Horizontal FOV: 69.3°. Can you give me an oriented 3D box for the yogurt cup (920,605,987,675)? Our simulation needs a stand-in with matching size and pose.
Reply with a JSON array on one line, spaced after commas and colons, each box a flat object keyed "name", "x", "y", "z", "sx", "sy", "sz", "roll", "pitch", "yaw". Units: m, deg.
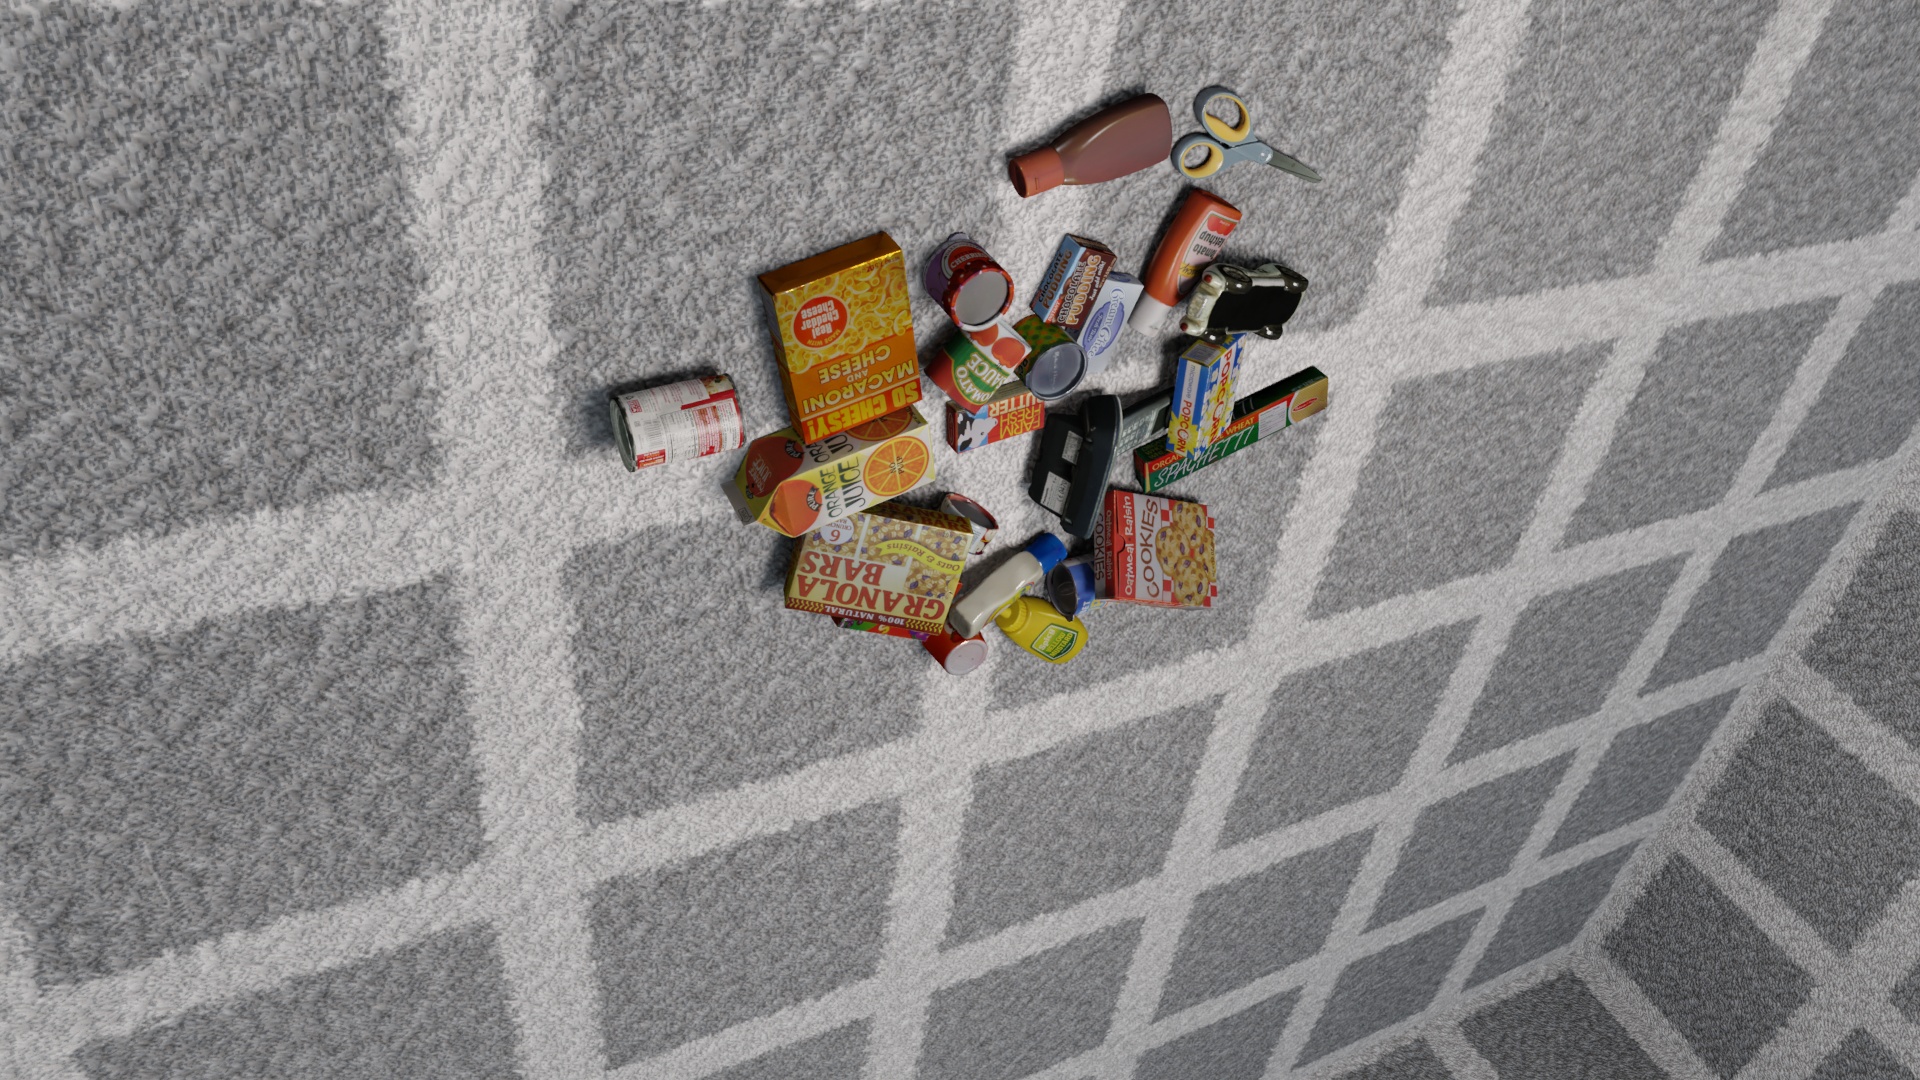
[{"name": "yogurt cup", "x": -0.005, "y": 0.115, "z": 1.570, "sx": 0.072, "sy": 0.054, "sz": 0.072, "roll": -18, "pitch": 136, "yaw": -19}]

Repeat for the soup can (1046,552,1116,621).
[{"name": "soup can", "x": 0.152, "y": 0.050, "z": 1.606, "sx": 0.084, "sy": 0.071, "sz": 0.071, "roll": -13, "pitch": 133, "yaw": -26}]

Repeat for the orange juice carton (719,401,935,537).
[{"name": "orange juice carton", "x": -0.126, "y": -0.068, "z": 1.307, "sx": 0.193, "sy": 0.072, "sz": 0.072, "roll": -23, "pitch": 136, "yaw": -16}]

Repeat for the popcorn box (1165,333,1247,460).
[{"name": "popcorn box", "x": 0.264, "y": -0.160, "z": 1.493, "sx": 0.085, "sy": 0.038, "sz": 0.126, "roll": -43, "pitch": 148, "yaw": -39}]

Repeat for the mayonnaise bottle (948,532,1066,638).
[{"name": "mayonnaise bottle", "x": 0.053, "y": 0.047, "z": 1.536, "sx": 0.148, "sy": 0.041, "sz": 0.064, "roll": -38, "pitch": 168, "yaw": -20}]

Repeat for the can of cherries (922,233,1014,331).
[{"name": "can of cherries", "x": 0.007, "y": -0.234, "z": 1.259, "sx": 0.072, "sy": 0.058, "sz": 0.071, "roll": -19, "pitch": 136, "yaw": -19}]

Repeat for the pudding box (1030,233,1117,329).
[{"name": "pudding box", "x": 0.108, "y": -0.248, "z": 1.337, "sx": 0.050, "sy": 0.030, "sz": 0.083, "roll": 7, "pitch": 122, "yaw": -37}]

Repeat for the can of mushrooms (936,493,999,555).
[{"name": "can of mushrooms", "x": 0.005, "y": -0.018, "z": 1.449, "sx": 0.071, "sy": 0.071, "sz": 0.033, "roll": 15, "pitch": 116, "yaw": -42}]

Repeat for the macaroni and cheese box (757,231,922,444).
[{"name": "macaroni and cheese box", "x": -0.104, "y": -0.180, "z": 1.246, "sx": 0.124, "sy": 0.040, "sz": 0.165, "roll": -23, "pitch": 136, "yaw": -16}]

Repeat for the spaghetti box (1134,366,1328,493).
[{"name": "spaghetti box", "x": 0.310, "y": -0.127, "z": 1.585, "sx": 0.251, "sy": 0.029, "sz": 0.050, "roll": -25, "pitch": 137, "yaw": -13}]

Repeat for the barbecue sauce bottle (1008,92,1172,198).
[{"name": "barbecue sauce bottle", "x": 0.116, "y": -0.348, "z": 1.243, "sx": 0.149, "sy": 0.044, "sz": 0.064, "roll": -24, "pitch": 137, "yaw": -14}]

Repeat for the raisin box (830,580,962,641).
[{"name": "raisin box", "x": -0.071, "y": 0.058, "z": 1.484, "sx": 0.123, "sy": 0.040, "sz": 0.085, "roll": 13, "pitch": 118, "yaw": -40}]

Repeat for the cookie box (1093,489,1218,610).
[{"name": "cookie box", "x": 0.225, "y": 0.013, "z": 1.591, "sx": 0.168, "sy": 0.040, "sz": 0.123, "roll": 8, "pitch": 77, "yaw": -38}]

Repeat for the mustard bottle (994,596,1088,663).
[{"name": "mustard bottle", "x": 0.083, "y": 0.098, "z": 1.618, "sx": 0.160, "sy": 0.049, "sz": 0.065, "roll": 25, "pitch": 109, "yaw": -45}]

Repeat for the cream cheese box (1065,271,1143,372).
[{"name": "cream cheese box", "x": 0.138, "y": -0.219, "z": 1.389, "sx": 0.053, "sy": 0.024, "sz": 0.103, "roll": 0, "pitch": 127, "yaw": -36}]

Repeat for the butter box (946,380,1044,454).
[{"name": "butter box", "x": 0.037, "y": -0.127, "z": 1.401, "sx": 0.104, "sy": 0.024, "sz": 0.052, "roll": -19, "pitch": 135, "yaw": -20}]

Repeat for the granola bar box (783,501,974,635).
[{"name": "granola bar box", "x": -0.083, "y": 0.023, "z": 1.392, "sx": 0.166, "sy": 0.039, "sz": 0.123, "roll": 11, "pitch": 116, "yaw": -15}]

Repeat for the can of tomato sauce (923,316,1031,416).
[{"name": "can of tomato sauce", "x": 0.017, "y": -0.170, "z": 1.314, "sx": 0.083, "sy": 0.071, "sz": 0.071, "roll": -48, "pitch": 137, "yaw": 12}]

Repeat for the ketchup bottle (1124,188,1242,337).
[{"name": "ketchup bottle", "x": 0.216, "y": -0.273, "z": 1.378, "sx": 0.065, "sy": 0.044, "sz": 0.148, "roll": 5, "pitch": 125, "yaw": -46}]

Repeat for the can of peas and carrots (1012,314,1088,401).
[{"name": "can of peas and carrots", "x": 0.080, "y": -0.178, "z": 1.359, "sx": 0.071, "sy": 0.059, "sz": 0.070, "roll": -18, "pitch": 135, "yaw": -19}]
